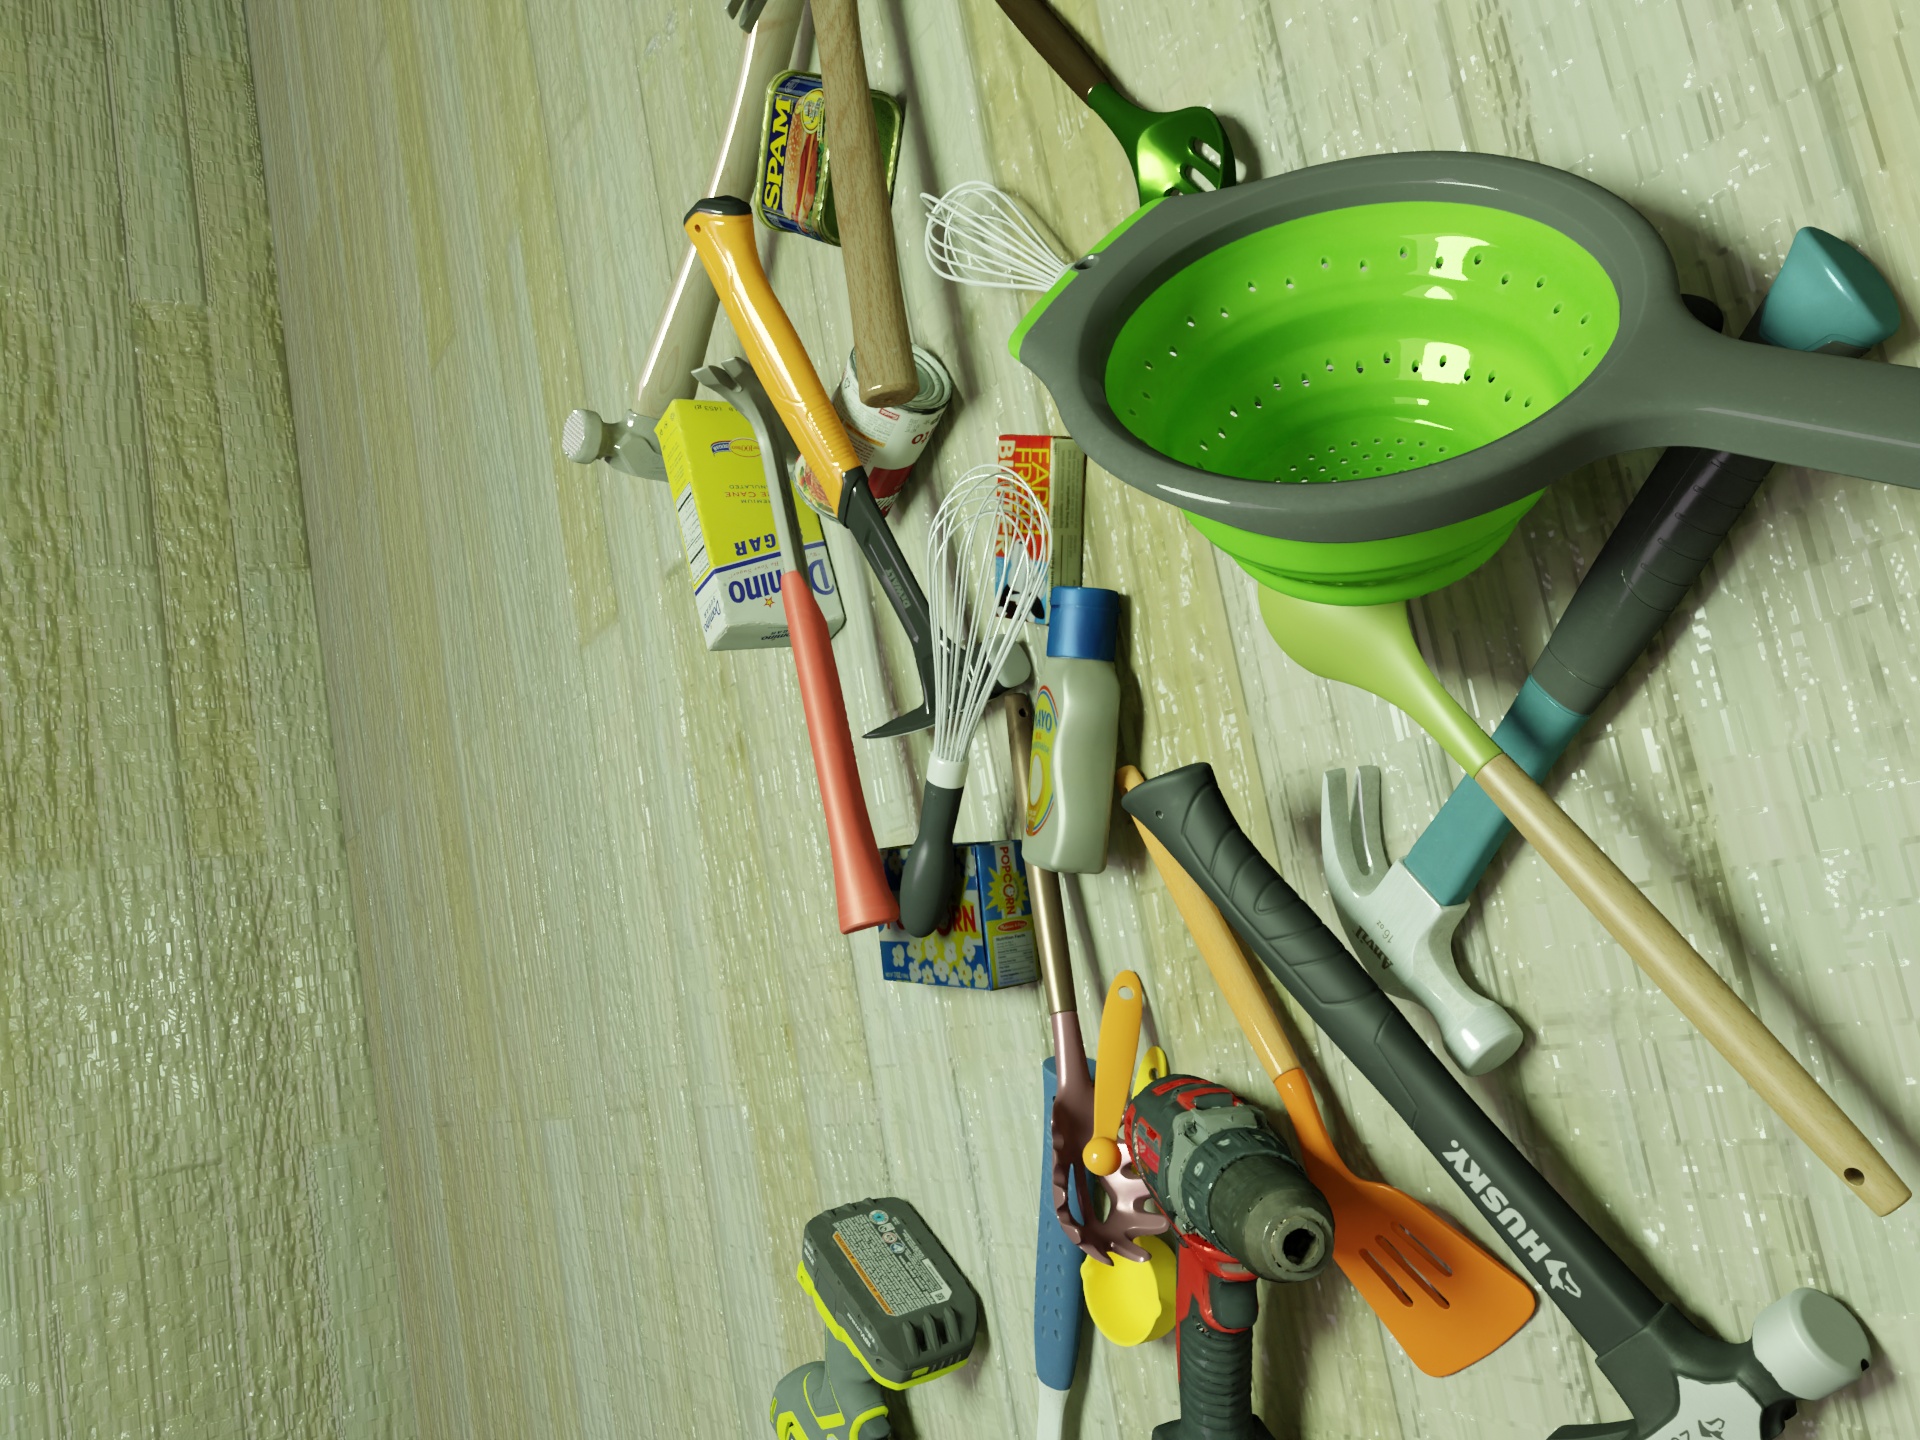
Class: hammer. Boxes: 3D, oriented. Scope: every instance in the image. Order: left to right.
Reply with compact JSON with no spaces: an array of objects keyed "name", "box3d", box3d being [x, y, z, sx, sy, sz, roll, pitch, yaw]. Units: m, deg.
[{"name":"hammer","box3d":[-0.154,-0.361,1.101,0.038,0.146,0.410,40,116,47]},{"name":"hammer","box3d":[-0.095,-0.046,0.995,0.037,0.149,0.359,-17,73,13]},{"name":"hammer","box3d":[-0.079,-0.151,0.944,0.127,0.034,0.337,-25,92,44]},{"name":"hammer","box3d":[-0.065,-0.341,0.935,0.130,0.031,0.331,-13,77,21]},{"name":"hammer","box3d":[0.049,0.388,0.922,0.144,0.035,0.405,20,110,54]},{"name":"hammer","box3d":[0.177,0.146,0.638,0.335,0.035,0.146,51,135,24]},{"name":"hammer","box3d":[0.233,-0.020,0.594,0.128,0.033,0.330,54,135,38]}]

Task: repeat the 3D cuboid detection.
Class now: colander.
[{"name":"colander","box3d":[0.203,-0.084,0.516,0.397,0.204,0.094,22,148,36]}]

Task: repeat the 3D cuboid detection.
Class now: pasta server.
[{"name":"pasta server","box3d":[0.055,0.130,0.859,0.040,0.060,0.316,138,129,-56]}]

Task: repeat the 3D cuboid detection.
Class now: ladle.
[{"name":"ladle","box3d":[0.215,0.034,0.573,0.320,0.062,0.078,54,134,27]}]

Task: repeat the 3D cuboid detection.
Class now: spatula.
[{"name":"spatula","box3d":[0.150,0.146,0.752,0.081,0.041,0.323,-62,41,41]}]

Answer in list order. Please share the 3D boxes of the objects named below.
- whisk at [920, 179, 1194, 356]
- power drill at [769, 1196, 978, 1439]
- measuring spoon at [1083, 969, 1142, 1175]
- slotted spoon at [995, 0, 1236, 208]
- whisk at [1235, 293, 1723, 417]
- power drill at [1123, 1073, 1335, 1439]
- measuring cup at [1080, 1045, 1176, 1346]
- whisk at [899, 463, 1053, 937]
[{"name":"whisk","box3d":[0.053,-0.232,0.836,0.058,0.059,0.247,-55,48,7]},{"name":"power drill","box3d":[-0.054,0.454,1.053,0.191,0.080,0.228,40,128,48]},{"name":"measuring spoon","box3d":[0.080,0.177,0.816,0.011,0.021,0.117,98,-175,-51]},{"name":"slotted spoon","box3d":[0.063,-0.339,0.824,0.314,0.031,0.070,61,140,35]},{"name":"whisk","box3d":[0.187,-0.146,0.639,0.239,0.055,0.055,5,98,52]},{"name":"power drill","box3d":[0.124,0.282,0.704,0.188,0.080,0.227,178,89,-83]},{"name":"measuring cup","box3d":[0.101,0.251,0.844,0.062,0.029,0.156,6,87,53]},{"name":"whisk","box3d":[-0.002,-0.003,0.881,0.070,0.070,0.284,39,125,48]}]
